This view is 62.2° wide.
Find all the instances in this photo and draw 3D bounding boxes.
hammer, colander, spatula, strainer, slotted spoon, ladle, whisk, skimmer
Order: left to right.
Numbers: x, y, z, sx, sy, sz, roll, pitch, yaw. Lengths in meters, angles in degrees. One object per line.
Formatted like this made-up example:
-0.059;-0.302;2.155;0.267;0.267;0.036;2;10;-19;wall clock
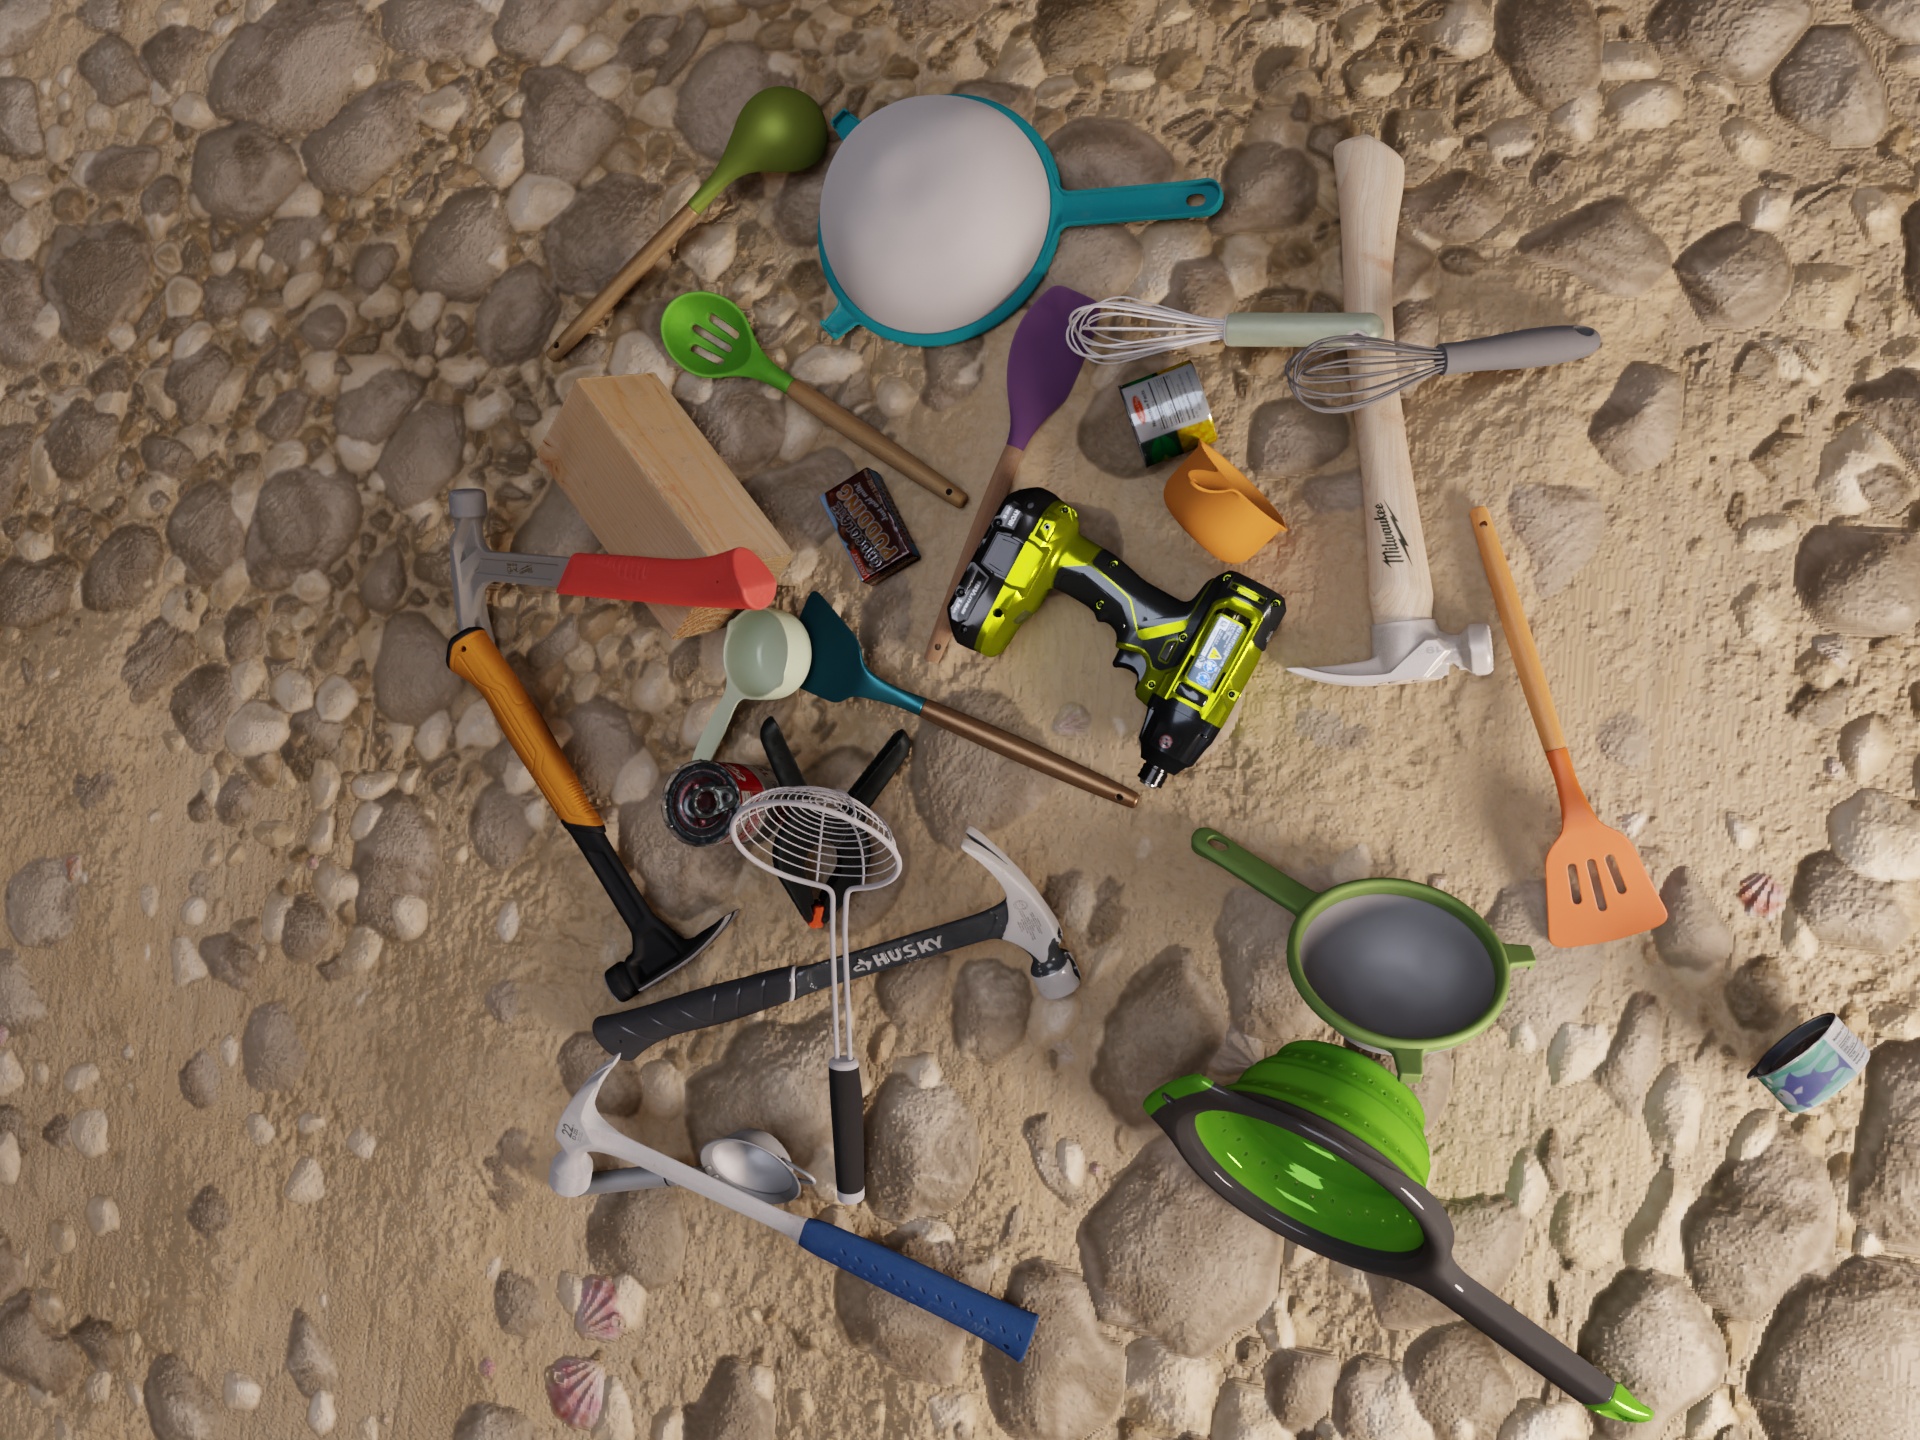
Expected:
-0.321;0.063;1.328;0.127;0.034;0.337;-34;86;13;hammer
-0.290;-0.107;1.280;0.359;0.036;0.149;8;108;36;hammer
-0.241;-0.419;1.369;0.320;0.062;0.078;-40;76;18;ladle
-0.227;0.367;1.299;0.258;0.050;0.086;-12;125;21;strainer
-0.130;0.388;1.232;0.405;0.035;0.144;22;121;8;hammer
-0.118;0.200;1.261;0.409;0.036;0.149;-19;110;19;hammer
-0.121;-0.262;1.322;0.314;0.031;0.070;35;96;15;slotted spoon
-0.101;0.215;1.186;0.127;0.090;0.363;3;107;16;skimmer
-0.002;-0.004;1.264;0.317;0.044;0.082;24;109;11;spatula
0.030;-0.412;1.250;0.340;0.095;0.211;2;86;19;strainer
0.032;-0.195;1.270;0.059;0.018;0.316;20;94;-8;spatula
0.195;-0.295;1.199;0.246;0.057;0.059;7;61;24;whisk
0.267;0.163;1.148;0.151;0.069;0.257;-34;49;-29;strainer
0.301;-0.230;1.184;0.146;0.038;0.411;-6;84;18;hammer
0.321;0.337;1.104;0.397;0.204;0.094;36;62;1;colander
0.345;-0.256;1.132;0.239;0.055;0.055;-9;83;-8;whisk
0.418;-0.001;1.139;0.081;0.041;0.323;-17;77;15;spatula

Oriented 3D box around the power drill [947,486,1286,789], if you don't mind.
0.111;-0.066;1.211;0.223;0.080;0.171;29;95;14;power drill

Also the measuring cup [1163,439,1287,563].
0.175;-0.154;1.146;0.052;0.173;0.095;-46;77;22;measuring cup

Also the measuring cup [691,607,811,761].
-0.177;-0.019;1.319;0.083;0.038;0.167;46;118;30;measuring cup
